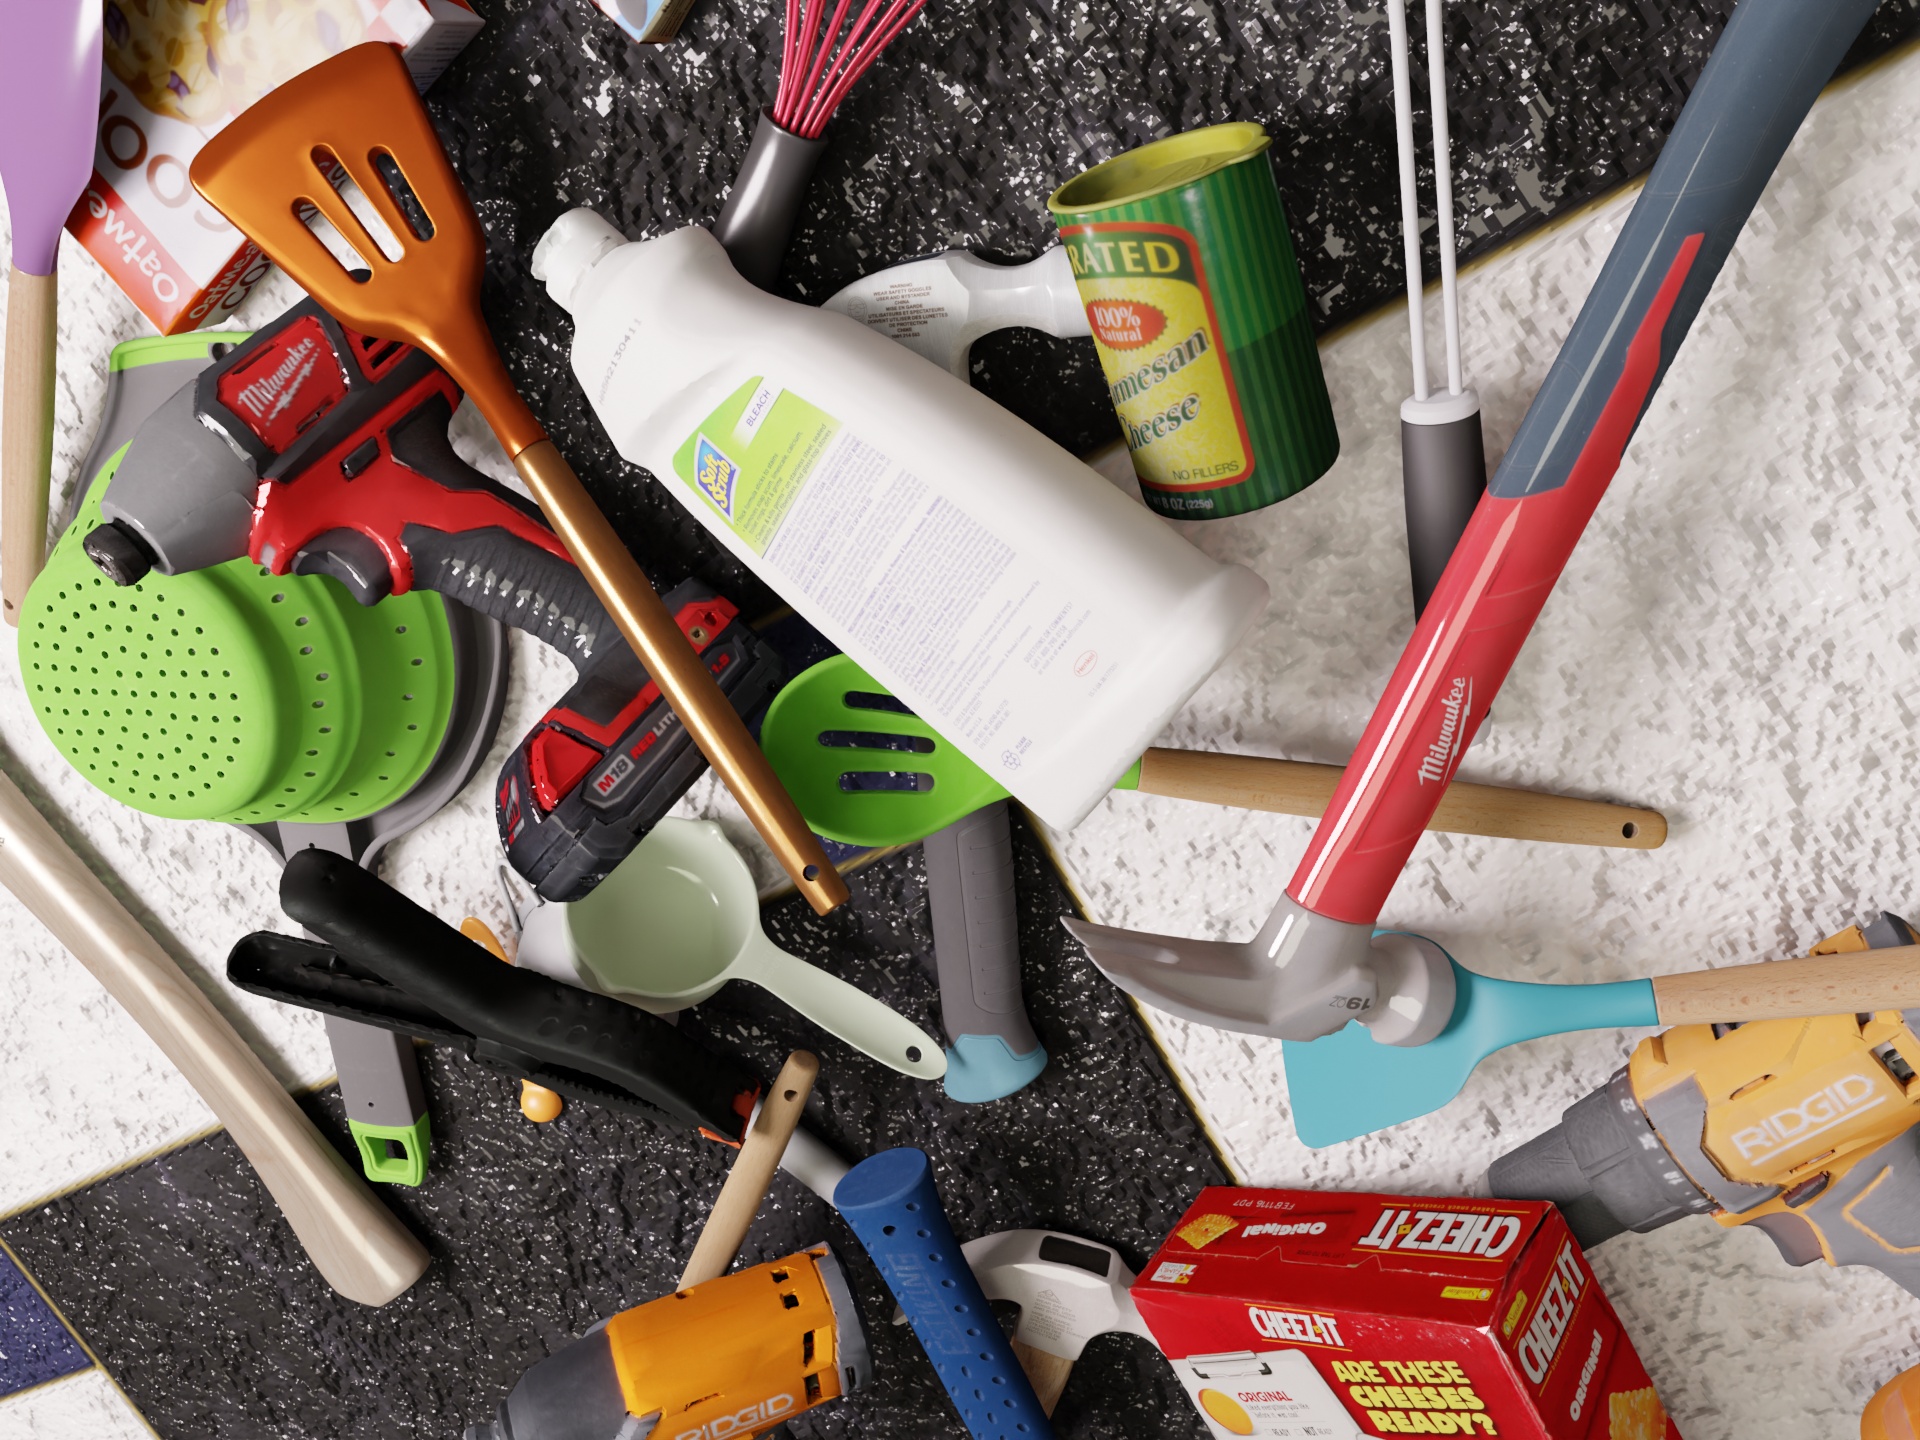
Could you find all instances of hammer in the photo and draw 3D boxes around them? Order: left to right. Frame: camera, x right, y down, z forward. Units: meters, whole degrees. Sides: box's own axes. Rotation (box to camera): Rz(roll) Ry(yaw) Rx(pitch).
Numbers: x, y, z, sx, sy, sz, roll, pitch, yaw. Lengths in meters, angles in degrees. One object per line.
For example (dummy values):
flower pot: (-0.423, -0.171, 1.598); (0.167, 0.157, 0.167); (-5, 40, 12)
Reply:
hammer: (-0.383, 0.108, 0.739); (0.146, 0.038, 0.410); (-32, 101, 23)
hammer: (-0.001, -0.002, 0.590); (0.128, 0.033, 0.330); (0, 112, 14)
hammer: (0.008, 0.366, 0.742); (0.130, 0.031, 0.331); (19, 116, 6)
hammer: (0.043, 0.358, 0.692); (0.144, 0.035, 0.405); (-18, 108, 20)
hammer: (0.162, -0.075, 0.464); (0.143, 0.038, 0.386); (14, 109, -28)

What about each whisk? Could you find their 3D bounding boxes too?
whisk: (-0.045, -0.207, 0.505); (0.073, 0.073, 0.295); (31, 123, 1)

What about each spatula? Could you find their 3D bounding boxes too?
spatula: (-0.350, -0.151, 0.596); (0.060, 0.018, 0.315); (35, 129, 7)
spatula: (-0.132, -0.071, 0.530); (0.081, 0.041, 0.322); (-34, 88, -2)
spatula: (0.255, 0.088, 0.518); (0.317, 0.044, 0.082); (-10, 71, 24)

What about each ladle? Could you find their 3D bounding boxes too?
ladle: (-0.120, 0.257, 0.711); (0.078, 0.062, 0.320); (22, 117, -6)

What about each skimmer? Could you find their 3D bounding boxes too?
skimmer: (0.143, -0.164, 0.486); (0.127, 0.090, 0.363); (-4, 121, 17)

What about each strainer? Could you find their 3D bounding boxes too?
strainer: (-0.109, 0.155, 0.683); (0.258, 0.050, 0.087); (40, 132, -7)

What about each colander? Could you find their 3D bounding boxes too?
colander: (-0.286, 0.048, 0.654); (0.204, 0.094, 0.396); (2, 112, 14)

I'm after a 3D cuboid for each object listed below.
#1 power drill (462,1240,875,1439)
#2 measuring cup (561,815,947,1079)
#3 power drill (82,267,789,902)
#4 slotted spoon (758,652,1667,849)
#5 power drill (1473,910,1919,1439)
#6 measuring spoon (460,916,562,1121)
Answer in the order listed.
power drill: (-0.114, 0.335, 0.683); (0.164, 0.084, 0.226); (-15, 124, -17)
measuring cup: (-0.082, 0.102, 0.636); (0.167, 0.083, 0.038); (31, 148, -2)
power drill: (-0.183, -0.044, 0.562); (0.219, 0.143, 0.078); (43, 150, -6)
slotted spoon: (0.087, 0.022, 0.554); (0.314, 0.031, 0.070); (6, 98, 1)
power drill: (0.316, 0.200, 0.564); (0.185, 0.084, 0.226); (-39, 93, 25)
measuring spoon: (-0.201, 0.136, 0.705); (0.021, 0.011, 0.116); (-1, 121, 17)
